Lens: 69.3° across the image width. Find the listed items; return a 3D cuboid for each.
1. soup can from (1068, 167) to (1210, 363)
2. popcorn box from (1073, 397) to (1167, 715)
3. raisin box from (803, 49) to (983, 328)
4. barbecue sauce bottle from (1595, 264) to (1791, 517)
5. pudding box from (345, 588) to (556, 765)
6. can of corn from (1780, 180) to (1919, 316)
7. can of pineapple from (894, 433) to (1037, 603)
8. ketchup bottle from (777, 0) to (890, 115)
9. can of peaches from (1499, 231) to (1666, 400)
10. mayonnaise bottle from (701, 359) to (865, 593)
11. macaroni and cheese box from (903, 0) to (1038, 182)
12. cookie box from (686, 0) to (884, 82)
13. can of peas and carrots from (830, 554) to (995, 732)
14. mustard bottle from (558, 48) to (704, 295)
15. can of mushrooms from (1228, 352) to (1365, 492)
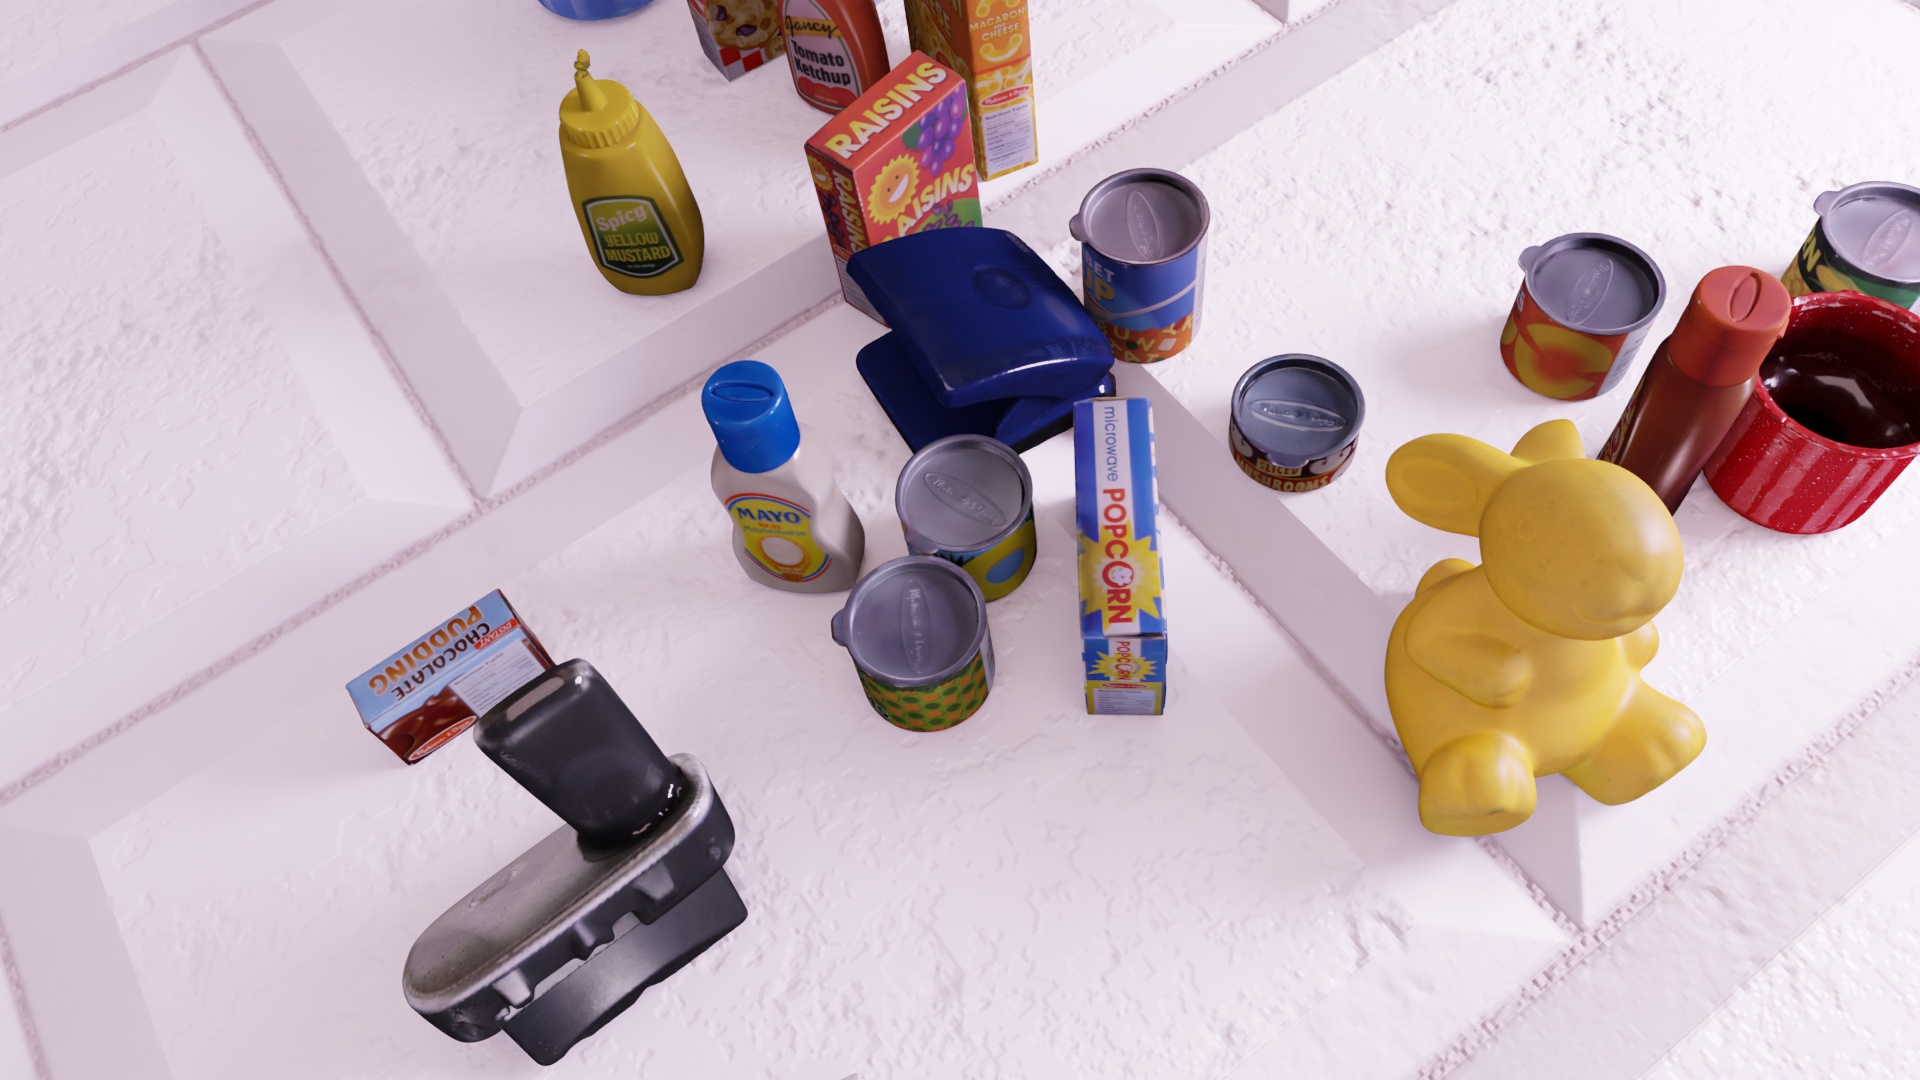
[{"bbox_3d":[0.094,-0.144,0.737,0.071,0.083,0.071,-3,59,5],"label":"soup can"},{"bbox_3d":[0.074,0.008,0.648,0.038,0.085,0.127,-2,59,5],"label":"popcorn box"},{"bbox_3d":[-0.032,-0.188,0.754,0.040,0.123,0.086,37,70,24],"label":"raisin box"},{"bbox_3d":[0.325,-0.061,0.624,0.044,0.148,0.065,25,66,19],"label":"barbecue sauce bottle"},{"bbox_3d":[-0.245,0.066,0.670,0.084,0.049,0.030,-35,62,-14],"label":"pudding box"},{"bbox_3d":[0.460,-0.140,0.708,0.071,0.058,0.071,-3,59,5],"label":"can of corn"},{"bbox_3d":[0.002,-0.009,0.682,0.071,0.057,0.071,-3,59,5],"label":"can of pineapple"},{"bbox_3d":[-0.081,-0.322,0.824,0.065,0.148,0.044,22,65,18],"label":"ketchup bottle"},{"bbox_3d":[0.314,-0.115,0.710,0.071,0.057,0.071,-3,59,5],"label":"can of peaches"},{"bbox_3d":[-0.086,-0.026,0.650,0.065,0.147,0.041,5,61,10],"label":"mayonnaise bottle"},{"bbox_3d":[0.000,-0.310,0.797,0.040,0.165,0.124,-22,60,-6],"label":"macaroni and cheese box"},{"bbox_3d":[-0.118,-0.382,0.853,0.123,0.166,0.040,-32,61,-12],"label":"cookie box"},{"bbox_3d":[-0.021,0.050,0.649,0.071,0.058,0.071,-3,59,5],"label":"can of peas and carrots"},{"bbox_3d":[-0.185,-0.200,0.757,0.065,0.159,0.049,-4,60,4],"label":"mustard bottle"},{"bbox_3d":[0.169,-0.058,0.706,0.071,0.033,0.071,-3,59,5],"label":"can of mushrooms"}]
